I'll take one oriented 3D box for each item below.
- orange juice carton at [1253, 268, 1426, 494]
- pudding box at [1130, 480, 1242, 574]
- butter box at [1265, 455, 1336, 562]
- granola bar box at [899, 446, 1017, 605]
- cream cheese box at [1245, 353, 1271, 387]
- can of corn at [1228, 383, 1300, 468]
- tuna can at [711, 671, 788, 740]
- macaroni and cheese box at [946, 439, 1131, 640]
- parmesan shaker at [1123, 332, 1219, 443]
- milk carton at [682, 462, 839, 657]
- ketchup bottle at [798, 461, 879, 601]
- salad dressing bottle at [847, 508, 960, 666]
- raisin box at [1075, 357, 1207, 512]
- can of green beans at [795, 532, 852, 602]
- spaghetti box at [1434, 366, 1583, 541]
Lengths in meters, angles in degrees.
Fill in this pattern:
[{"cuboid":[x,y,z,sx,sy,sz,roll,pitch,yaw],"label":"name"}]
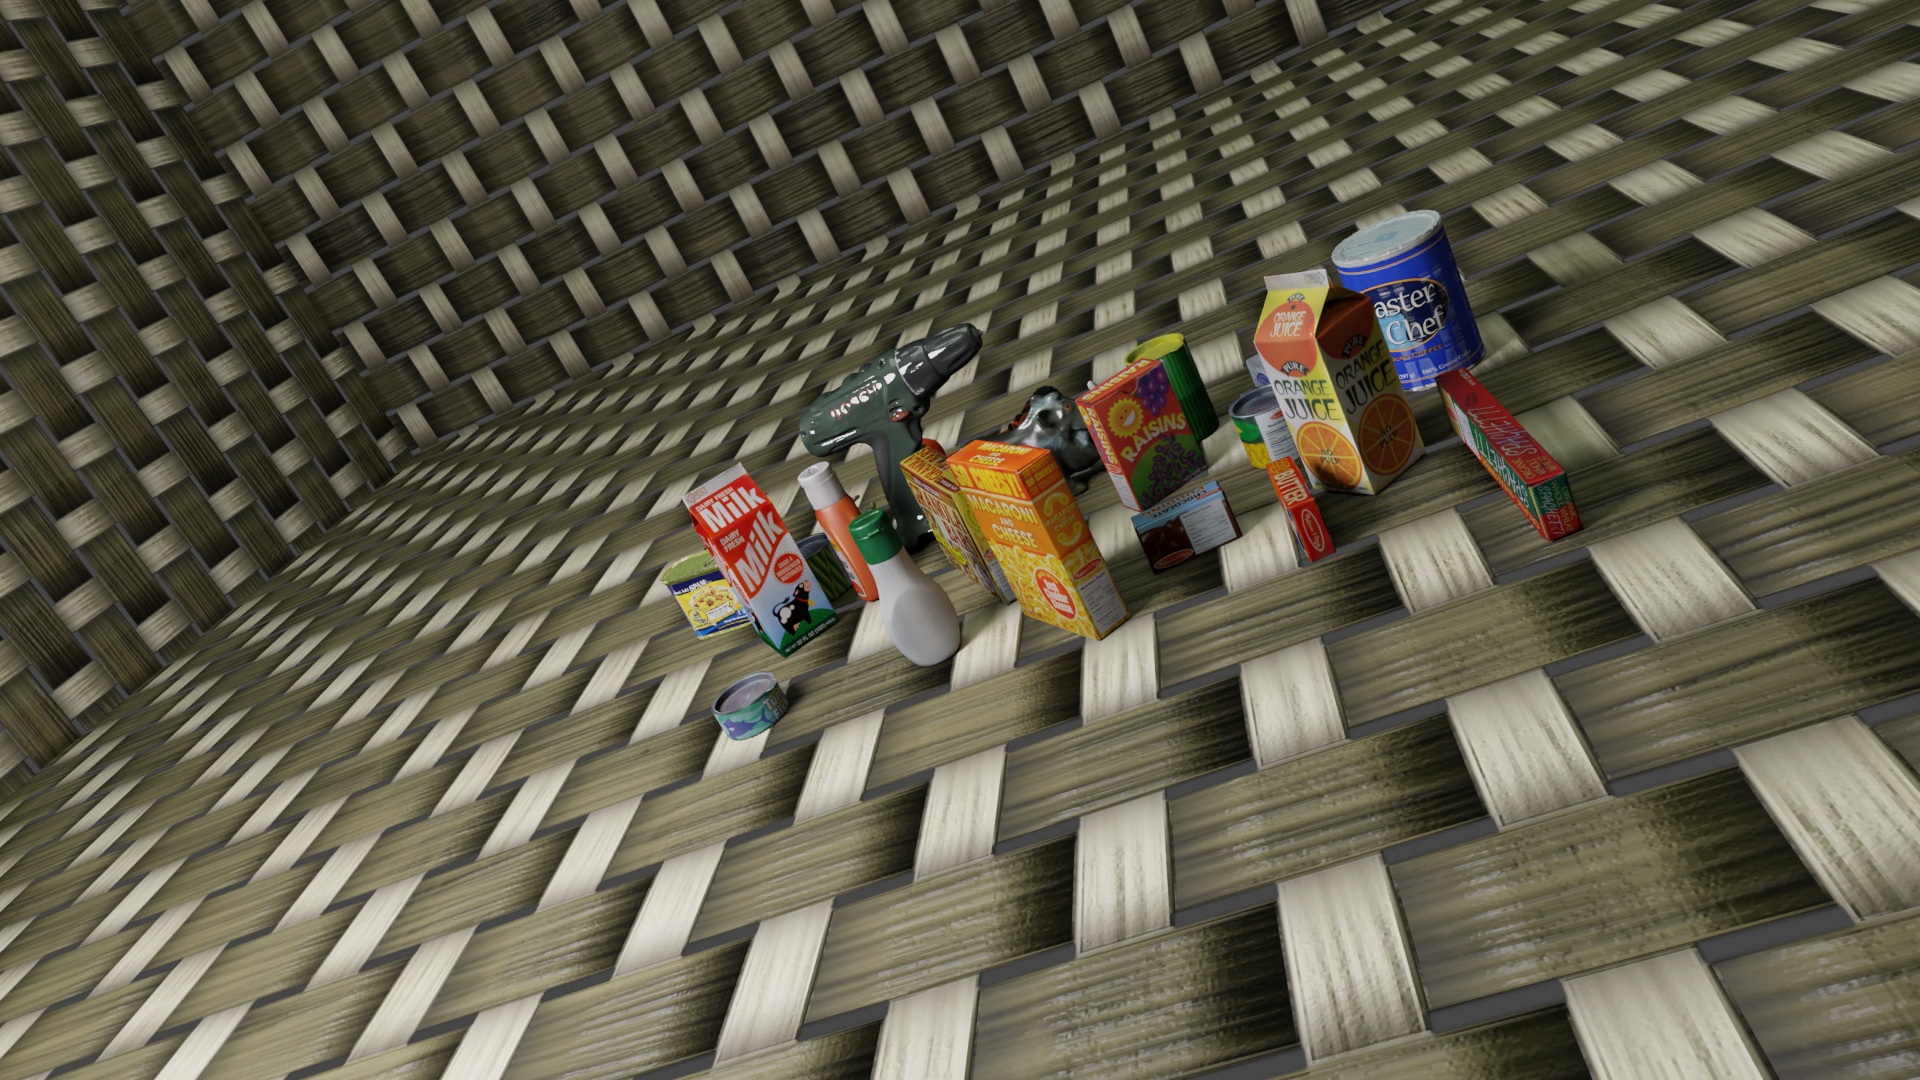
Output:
[{"cuboid":[0.312,-0.138,1.163,0.073,0.192,0.072,-36,22,-23],"label":"orange juice carton"},{"cuboid":[0.195,-0.012,1.206,0.083,0.049,0.030,-25,21,6],"label":"pudding box"},{"cuboid":[0.278,-0.028,1.139,0.024,0.053,0.104,-23,21,11],"label":"butter box"},{"cuboid":[0.005,-0.017,1.340,0.039,0.124,0.166,-31,21,-10],"label":"granola bar box"},{"cuboid":[0.319,-0.151,1.381,0.024,0.053,0.104,-27,21,1],"label":"cream cheese box"},{"cuboid":[0.293,-0.109,1.306,0.071,0.058,0.071,-23,21,10],"label":"can of corn"},{"cuboid":[-0.195,0.155,1.303,0.071,0.032,0.071,-23,21,10],"label":"tuna can"},{"cuboid":[0.065,-0.003,1.177,0.040,0.166,0.124,-35,22,-20],"label":"macaroni and cheese box"},{"cuboid":[0.221,-0.153,1.434,0.071,0.102,0.071,-23,21,10],"label":"parmesan shaker"},{"cuboid":[-0.207,0.018,1.419,0.072,0.190,0.073,-33,21,-17],"label":"milk carton"},{"cuboid":[-0.117,-0.010,1.436,0.043,0.148,0.065,-30,21,-7],"label":"ketchup bottle"},{"cuboid":[-0.051,0.041,1.236,0.064,0.147,0.044,-29,20,-4],"label":"salad dressing bottle"},{"cuboid":[0.175,-0.102,1.339,0.086,0.123,0.040,-32,21,-14],"label":"raisin box"},{"cuboid":[-0.157,0.033,1.511,0.071,0.057,0.071,-23,21,10],"label":"can of green beans"},{"cuboid":[0.421,-0.073,1.080,0.028,0.050,0.251,-22,21,12],"label":"spaghetti box"}]
